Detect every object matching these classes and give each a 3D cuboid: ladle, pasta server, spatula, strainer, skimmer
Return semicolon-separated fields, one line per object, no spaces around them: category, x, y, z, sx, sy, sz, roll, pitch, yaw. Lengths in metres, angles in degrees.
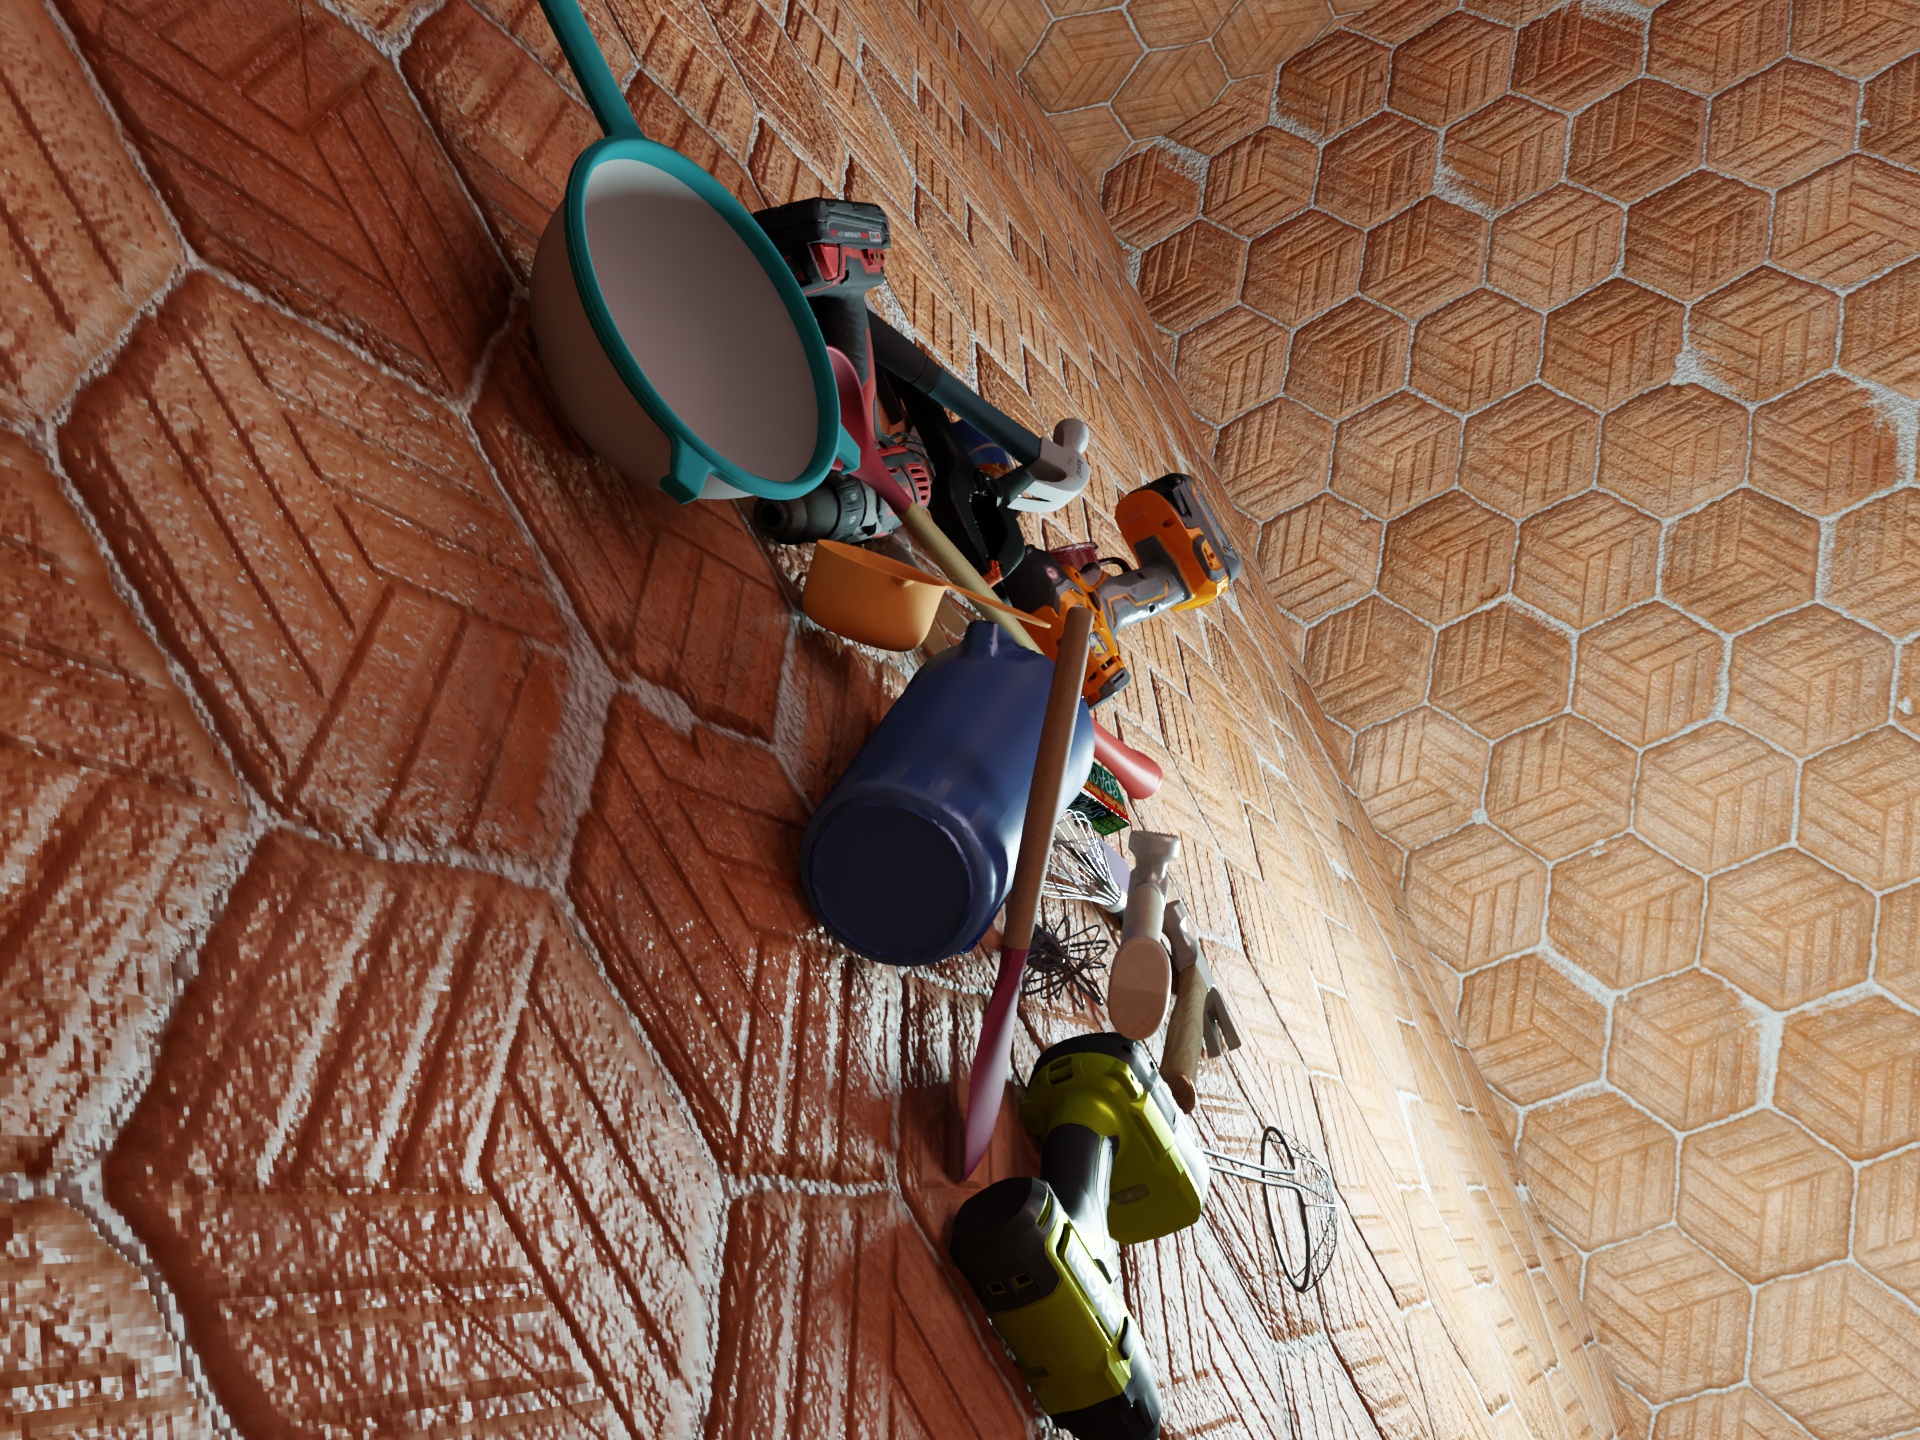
ladle;-0.023;-0.128;1.065;0.315;0.031;0.069;47;63;-38
pasta server;-0.182;-0.316;1.087;0.316;0.060;0.040;-85;173;-62
spatula;0.089;0.094;1.273;0.315;0.018;0.060;40;30;-57
strainer;-0.193;-0.261;0.874;0.340;0.095;0.211;64;28;-2
skimmer;0.177;0.340;1.174;0.363;0.090;0.127;29;41;-43

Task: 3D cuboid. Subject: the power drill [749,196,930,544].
power drill;-0.096;-0.228;1.071;0.188;0.080;0.226;-30;112;-62

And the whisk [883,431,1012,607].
whisk;-0.005;-0.150;1.329;0.238;0.055;0.055;53;21;-40

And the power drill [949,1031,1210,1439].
power drill;0.078;0.294;0.905;0.171;0.080;0.223;60;22;-10

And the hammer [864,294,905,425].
hammer;-0.108;-0.287;1.248;0.146;0.035;0.335;59;19;-9

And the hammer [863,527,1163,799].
hammer;0.062;-0.021;1.243;0.358;0.036;0.149;38;13;-43

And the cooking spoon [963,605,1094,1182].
cooking spoon;0.035;0.096;0.850;0.069;0.017;0.319;-30;131;-75

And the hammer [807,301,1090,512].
hammer;-0.032;-0.269;1.216;0.330;0.033;0.128;32;40;-22

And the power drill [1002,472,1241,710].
power drill;0.134;-0.130;1.399;0.226;0.084;0.164;-39;102;-35

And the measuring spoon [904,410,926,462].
measuring spoon;-0.041;-0.246;1.408;0.034;0.018;0.124;33;35;-17

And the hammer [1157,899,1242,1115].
hammer;0.181;0.242;1.268;0.130;0.031;0.331;64;13;-2

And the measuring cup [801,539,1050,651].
measuring cup;-0.022;-0.067;1.042;0.173;0.052;0.095;17;11;-25

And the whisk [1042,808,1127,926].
whisk;0.107;0.128;1.236;0.284;0.070;0.070;42;28;-59

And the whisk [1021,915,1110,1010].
whisk;0.054;0.144;0.975;0.059;0.058;0.246;50;-5;2

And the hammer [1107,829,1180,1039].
hammer;0.113;0.156;1.008;0.410;0.038;0.146;0;98;-83
